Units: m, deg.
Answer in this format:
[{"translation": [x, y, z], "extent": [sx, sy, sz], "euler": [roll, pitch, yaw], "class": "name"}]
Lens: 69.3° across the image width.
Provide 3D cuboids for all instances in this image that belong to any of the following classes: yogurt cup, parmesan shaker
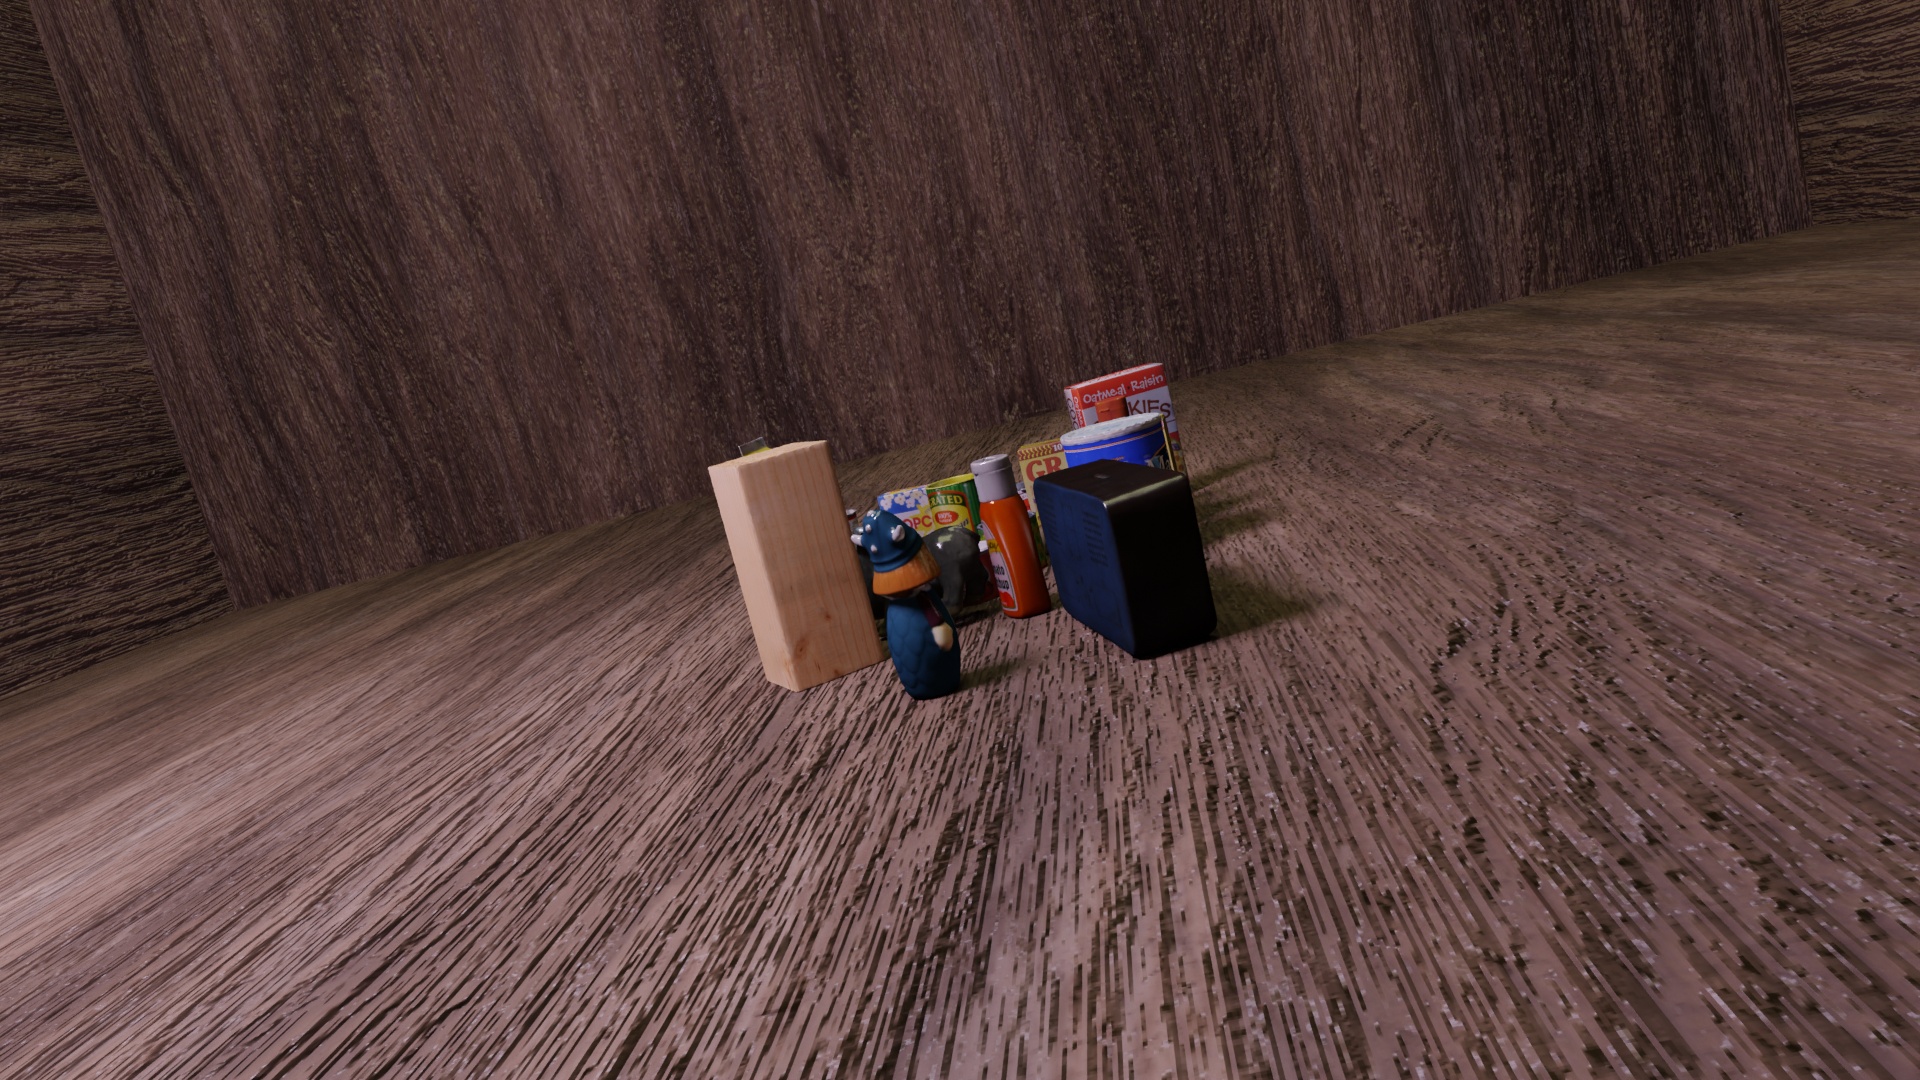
[{"translation": [0.008, 0.035, 1.410], "extent": [0.072, 0.054, 0.072], "euler": [-14, 9, 2], "class": "yogurt cup"}, {"translation": [0.006, -0.020, 1.592], "extent": [0.071, 0.103, 0.071], "euler": [-14, 9, 2], "class": "parmesan shaker"}]

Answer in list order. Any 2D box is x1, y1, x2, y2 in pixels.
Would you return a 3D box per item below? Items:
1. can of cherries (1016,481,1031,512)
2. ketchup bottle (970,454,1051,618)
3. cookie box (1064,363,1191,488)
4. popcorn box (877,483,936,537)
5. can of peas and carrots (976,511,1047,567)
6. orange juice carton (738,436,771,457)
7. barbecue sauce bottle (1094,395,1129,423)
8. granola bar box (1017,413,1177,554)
[{"translation": [0.087, -0.042, 1.746], "extent": [0.071, 0.058, 0.071], "euler": [-14, 9, 2], "class": "can of cherries"}, {"translation": [0.045, -0.005, 1.289], "extent": [0.043, 0.148, 0.065], "euler": [-16, 9, -13], "class": "ketchup bottle"}, {"translation": [0.205, -0.122, 1.703], "extent": [0.123, 0.167, 0.040], "euler": [-18, 9, -20], "class": "cookie box"}, {"translation": [-0.034, -0.029, 1.769], "extent": [0.126, 0.085, 0.038], "euler": [-10, 10, 27], "class": "popcorn box"}, {"translation": [0.056, 0.006, 1.497], "extent": [0.071, 0.058, 0.071], "euler": [-14, 9, 2], "class": "can of peas and carrots"}, {"translation": [-0.245, -0.036, 1.796], "extent": [0.073, 0.192, 0.072], "euler": [-11, 9, 21], "class": "orange juice carton"}, {"translation": [0.188, -0.091, 1.595], "extent": [0.065, 0.148, 0.044], "euler": [-8, 10, 35], "class": "barbecue sauce bottle"}, {"translation": [0.158, -0.062, 1.541], "extent": [0.165, 0.124, 0.039], "euler": [-12, 9, 16], "class": "granola bar box"}]
